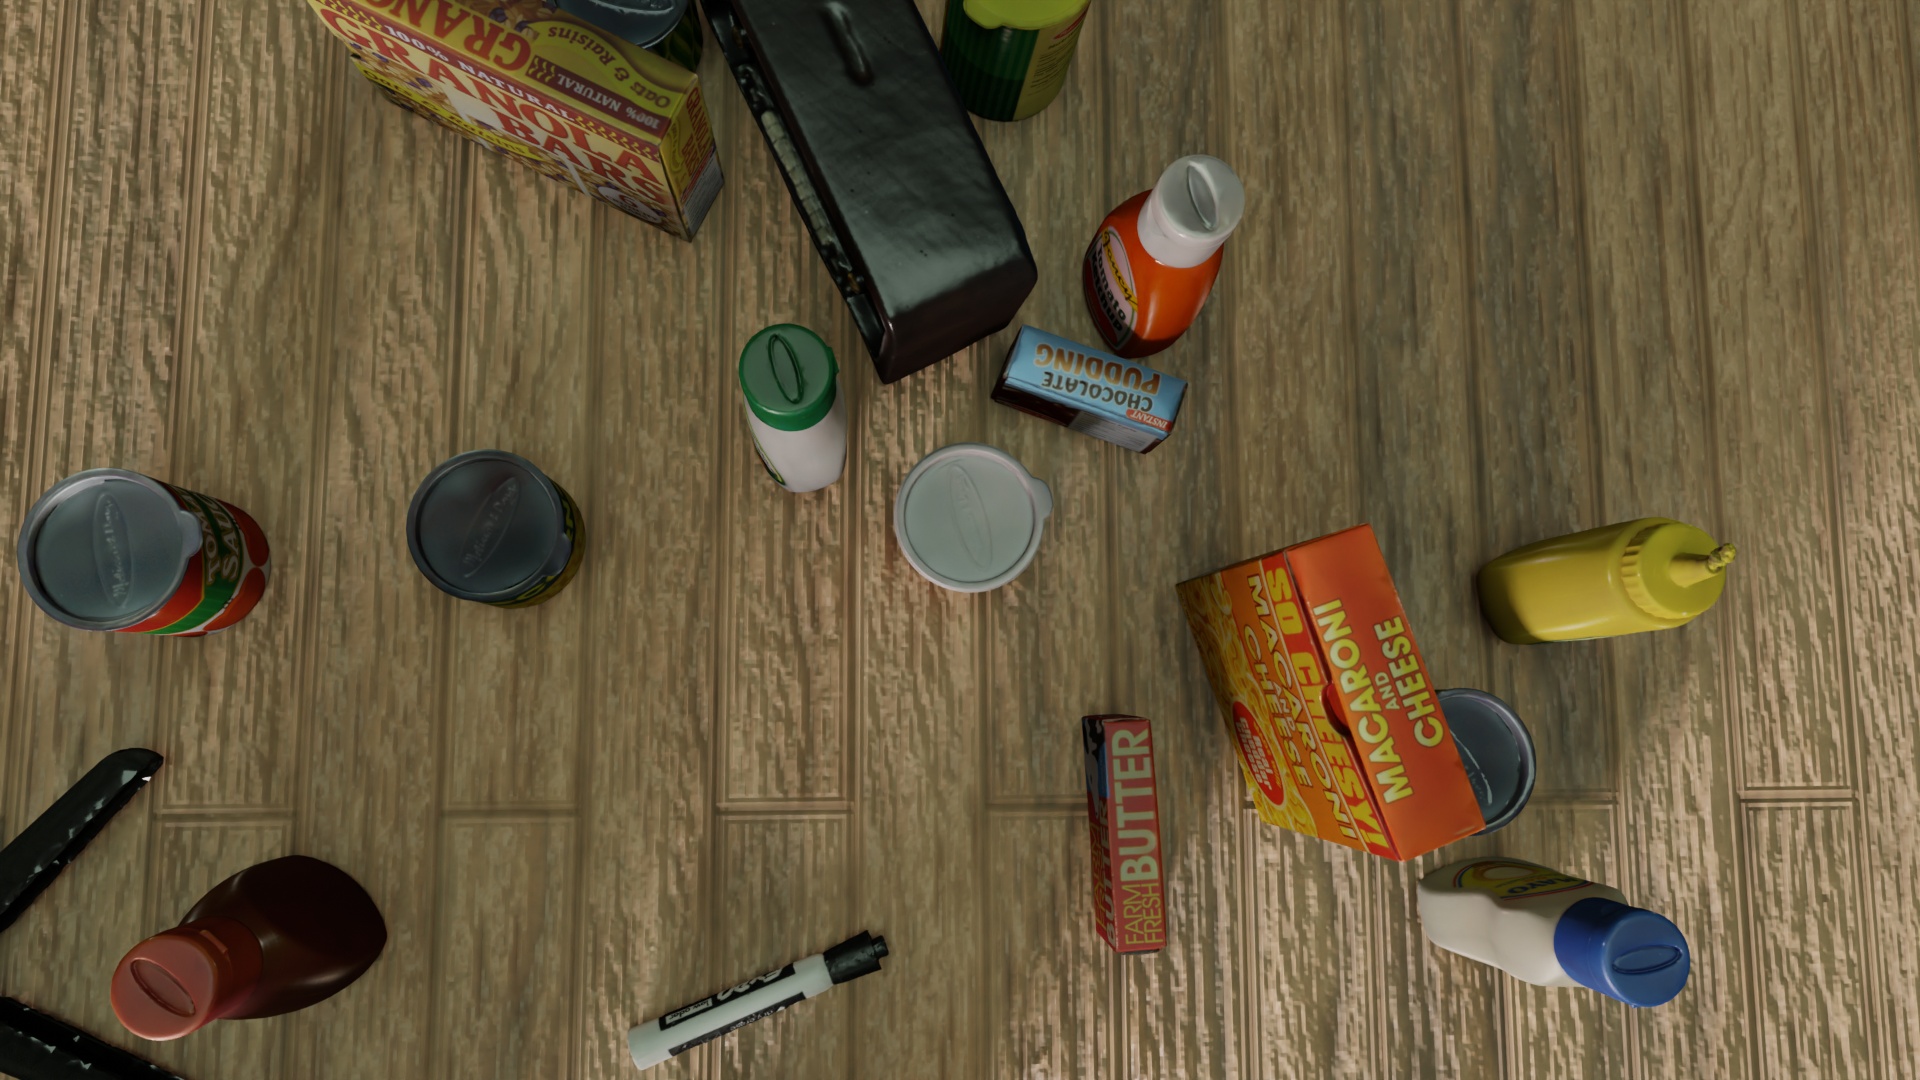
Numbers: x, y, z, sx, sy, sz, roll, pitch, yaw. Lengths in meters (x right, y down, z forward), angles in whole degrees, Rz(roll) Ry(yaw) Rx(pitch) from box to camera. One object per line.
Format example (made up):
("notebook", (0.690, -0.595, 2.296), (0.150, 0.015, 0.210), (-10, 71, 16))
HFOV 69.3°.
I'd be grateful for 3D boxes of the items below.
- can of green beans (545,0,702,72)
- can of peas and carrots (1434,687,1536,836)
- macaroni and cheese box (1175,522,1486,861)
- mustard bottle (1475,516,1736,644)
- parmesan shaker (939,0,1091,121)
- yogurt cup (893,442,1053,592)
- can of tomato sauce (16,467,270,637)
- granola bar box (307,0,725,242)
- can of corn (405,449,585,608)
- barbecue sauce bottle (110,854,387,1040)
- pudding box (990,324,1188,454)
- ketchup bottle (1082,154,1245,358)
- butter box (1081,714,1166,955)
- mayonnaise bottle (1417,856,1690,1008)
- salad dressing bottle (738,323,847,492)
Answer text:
("can of green beans", (-0.158, -0.250, 0.659), (0.071, 0.057, 0.071), (1, 83, -5))
("can of peas and carrots", (0.222, 0.104, 0.648), (0.071, 0.058, 0.071), (1, 83, -5))
("macaroni and cheese box", (0.148, 0.064, 0.592), (0.040, 0.166, 0.123), (-19, 85, -7))
("mustard bottle", (0.288, 0.018, 0.613), (0.065, 0.160, 0.049), (-16, 85, -6))
("parmesan shaker", (0.023, -0.245, 0.651), (0.071, 0.103, 0.071), (1, 84, -5))
("yogurt cup", (0.002, -0.008, 0.645), (0.072, 0.054, 0.072), (1, 83, -5))
("can of tomato sauce", (-0.346, 0.007, 0.598), (0.071, 0.083, 0.071), (1, 83, -5))
("granola bar box", (-0.193, -0.200, 0.616), (0.165, 0.124, 0.039), (25, 82, -2))
("can of corn", (-0.204, -0.002, 0.624), (0.071, 0.058, 0.071), (1, 83, -5))
("barbecue sauce bottle", (-0.281, 0.162, 0.552), (0.065, 0.148, 0.044), (42, 82, 1))
("pudding box", (0.060, -0.071, 0.660), (0.084, 0.049, 0.030), (19, 82, -2))
("ketchup bottle", (0.090, -0.128, 0.619), (0.043, 0.148, 0.065), (-18, 85, -6))
("butter box", (0.074, 0.132, 0.635), (0.024, 0.053, 0.103), (-3, 83, -5))
("mayonnaise bottle", (0.254, 0.166, 0.598), (0.065, 0.148, 0.041), (-9, 85, -6))
("salad dressing bottle", (-0.072, -0.058, 0.597), (0.044, 0.147, 0.064), (-18, 85, -6))
